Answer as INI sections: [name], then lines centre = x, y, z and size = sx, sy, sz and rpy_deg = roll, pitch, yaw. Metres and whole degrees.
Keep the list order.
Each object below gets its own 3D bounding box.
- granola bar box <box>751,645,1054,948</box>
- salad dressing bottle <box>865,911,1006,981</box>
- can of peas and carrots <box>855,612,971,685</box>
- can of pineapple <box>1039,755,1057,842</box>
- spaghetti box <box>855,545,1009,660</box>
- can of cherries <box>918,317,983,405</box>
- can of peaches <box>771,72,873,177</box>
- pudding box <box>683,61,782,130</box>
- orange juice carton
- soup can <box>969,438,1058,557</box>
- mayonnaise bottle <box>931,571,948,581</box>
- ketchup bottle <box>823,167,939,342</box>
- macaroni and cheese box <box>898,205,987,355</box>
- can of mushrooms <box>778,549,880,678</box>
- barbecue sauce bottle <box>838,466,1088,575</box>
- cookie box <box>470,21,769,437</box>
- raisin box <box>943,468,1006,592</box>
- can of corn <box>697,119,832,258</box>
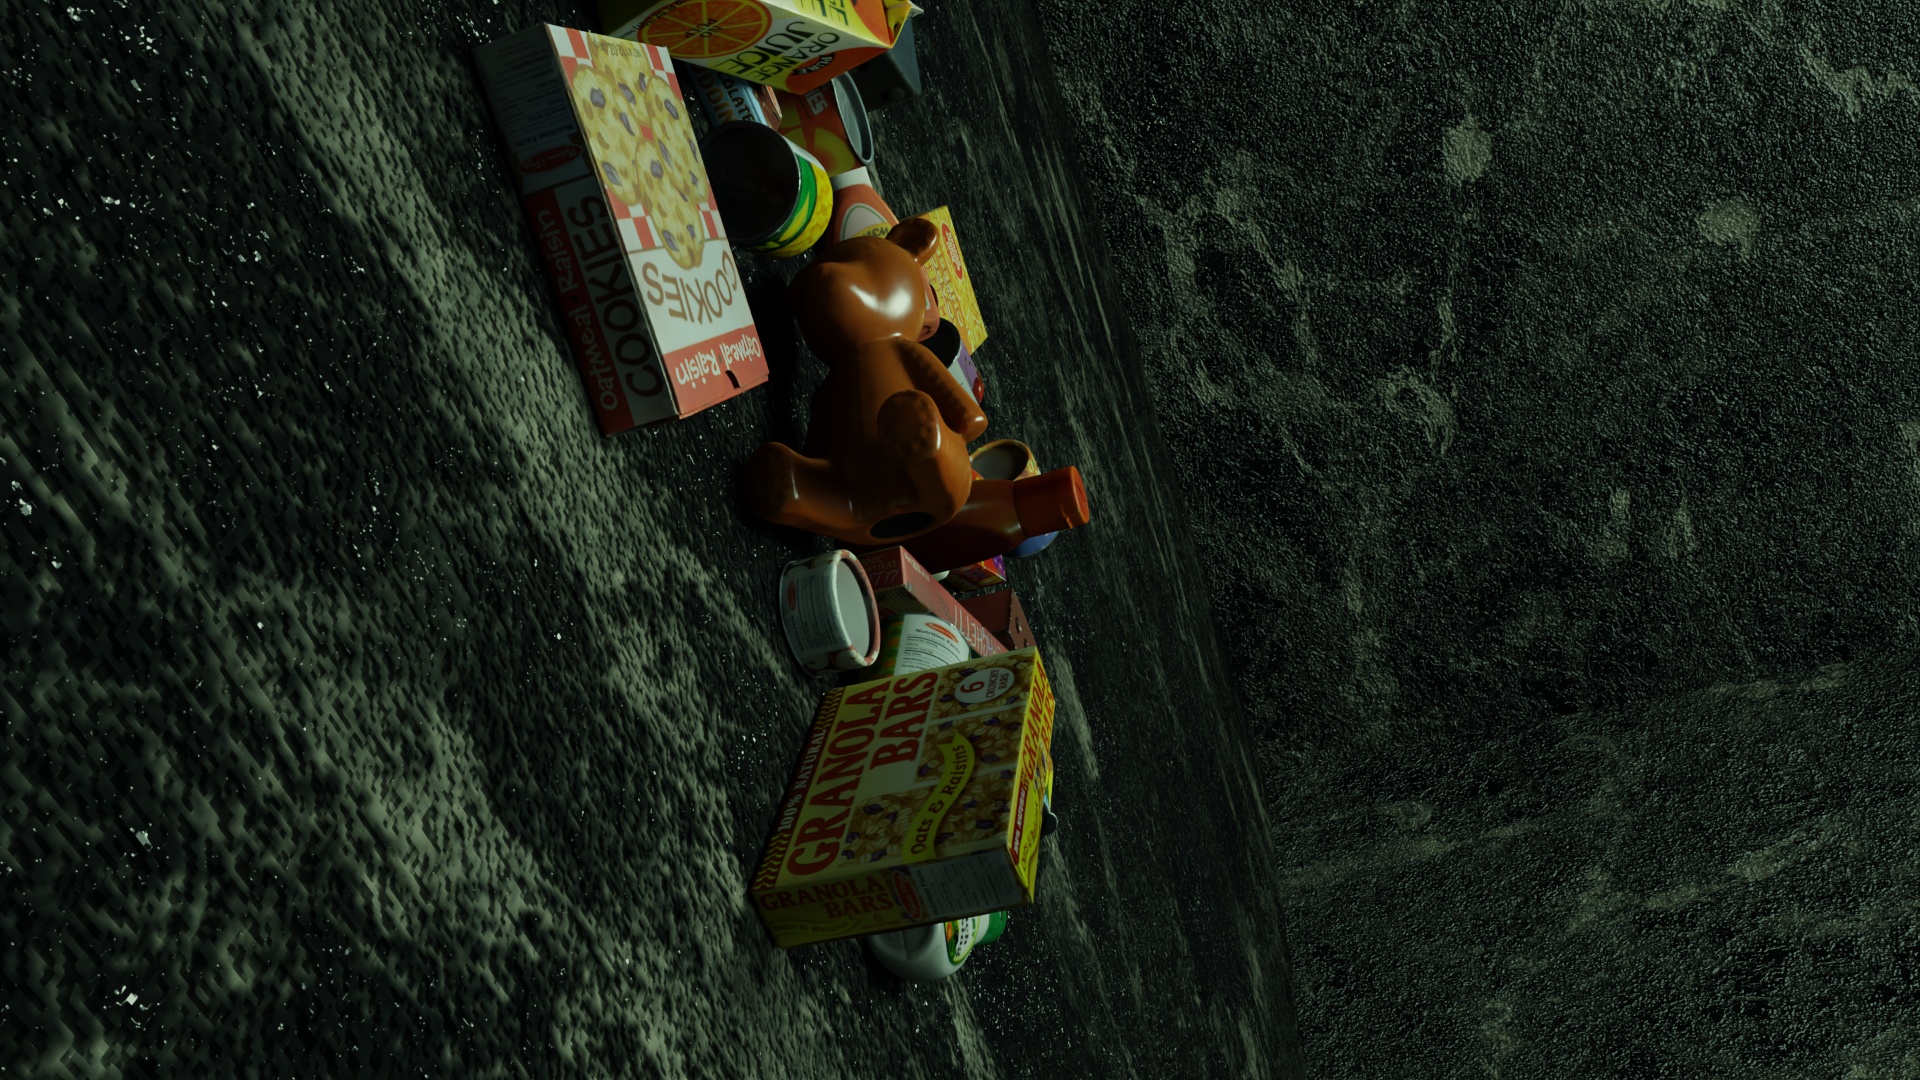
[granola bar box]
centre = -0.021, 0.122, 0.685
size = 0.166, 0.124, 0.039
rpy_deg = -75, 148, -63
[salad dressing bottle]
centre = -0.010, 0.218, 0.801
size = 0.147, 0.044, 0.064
rpy_deg = 37, 40, -68
[can of peas and carrots]
centre = -0.030, 0.087, 0.812
size = 0.059, 0.071, 0.070
rpy_deg = -83, 155, -54
[can of pineapple]
centre = 0.031, 0.173, 0.952
size = 0.058, 0.071, 0.070
rpy_deg = -78, 151, -61
[spaghetti box]
centre = -0.017, 0.062, 0.908
size = 0.249, 0.050, 0.029
rpy_deg = 48, 33, -62
[can of cherries]
centre = -0.022, -0.125, 1.034
size = 0.058, 0.071, 0.072
rpy_deg = 58, 23, -51
[can of peaches]
centre = -0.096, -0.271, 0.906
size = 0.071, 0.058, 0.071
rpy_deg = -15, 91, -75
[pudding box]
centre = -0.136, -0.273, 0.813
size = 0.050, 0.030, 0.083
rpy_deg = -87, 158, -52
[orange juice carton]
centre = -0.104, -0.297, 0.753
size = 0.193, 0.071, 0.073
rpy_deg = -6, 83, -55
[soup can]
centre = 0.046, -0.037, 1.201
size = 0.072, 0.071, 0.083
rpy_deg = -90, 160, -45
[mayonnaise bottle]
centre = -0.049, -0.041, 0.906
size = 0.065, 0.041, 0.147
rpy_deg = -98, 165, -55
[ketchup bottle]
centre = -0.066, -0.204, 0.961
size = 0.043, 0.065, 0.149
rpy_deg = 111, -39, -73
[macaroni and cheese box]
centre = -0.025, -0.208, 1.155
size = 0.167, 0.040, 0.123
rpy_deg = -61, 135, -70
[can of mushrooms]
centre = -0.070, 0.040, 0.761
size = 0.071, 0.033, 0.071
rpy_deg = -16, 91, -76
[barbecue sauce bottle]
centre = 0.003, -0.011, 0.854
size = 0.064, 0.148, 0.044
rpy_deg = 57, 24, -52
[cookie box]
centre = -0.145, -0.140, 0.628
size = 0.123, 0.040, 0.167
rpy_deg = -54, 128, -72
[raisin box]
centre = -0.006, -0.015, 1.046
size = 0.123, 0.040, 0.086
rpy_deg = 33, 44, -68
[can of corn]
centre = -0.111, -0.188, 0.762
size = 0.058, 0.071, 0.071
rpy_deg = -12, 89, -76
